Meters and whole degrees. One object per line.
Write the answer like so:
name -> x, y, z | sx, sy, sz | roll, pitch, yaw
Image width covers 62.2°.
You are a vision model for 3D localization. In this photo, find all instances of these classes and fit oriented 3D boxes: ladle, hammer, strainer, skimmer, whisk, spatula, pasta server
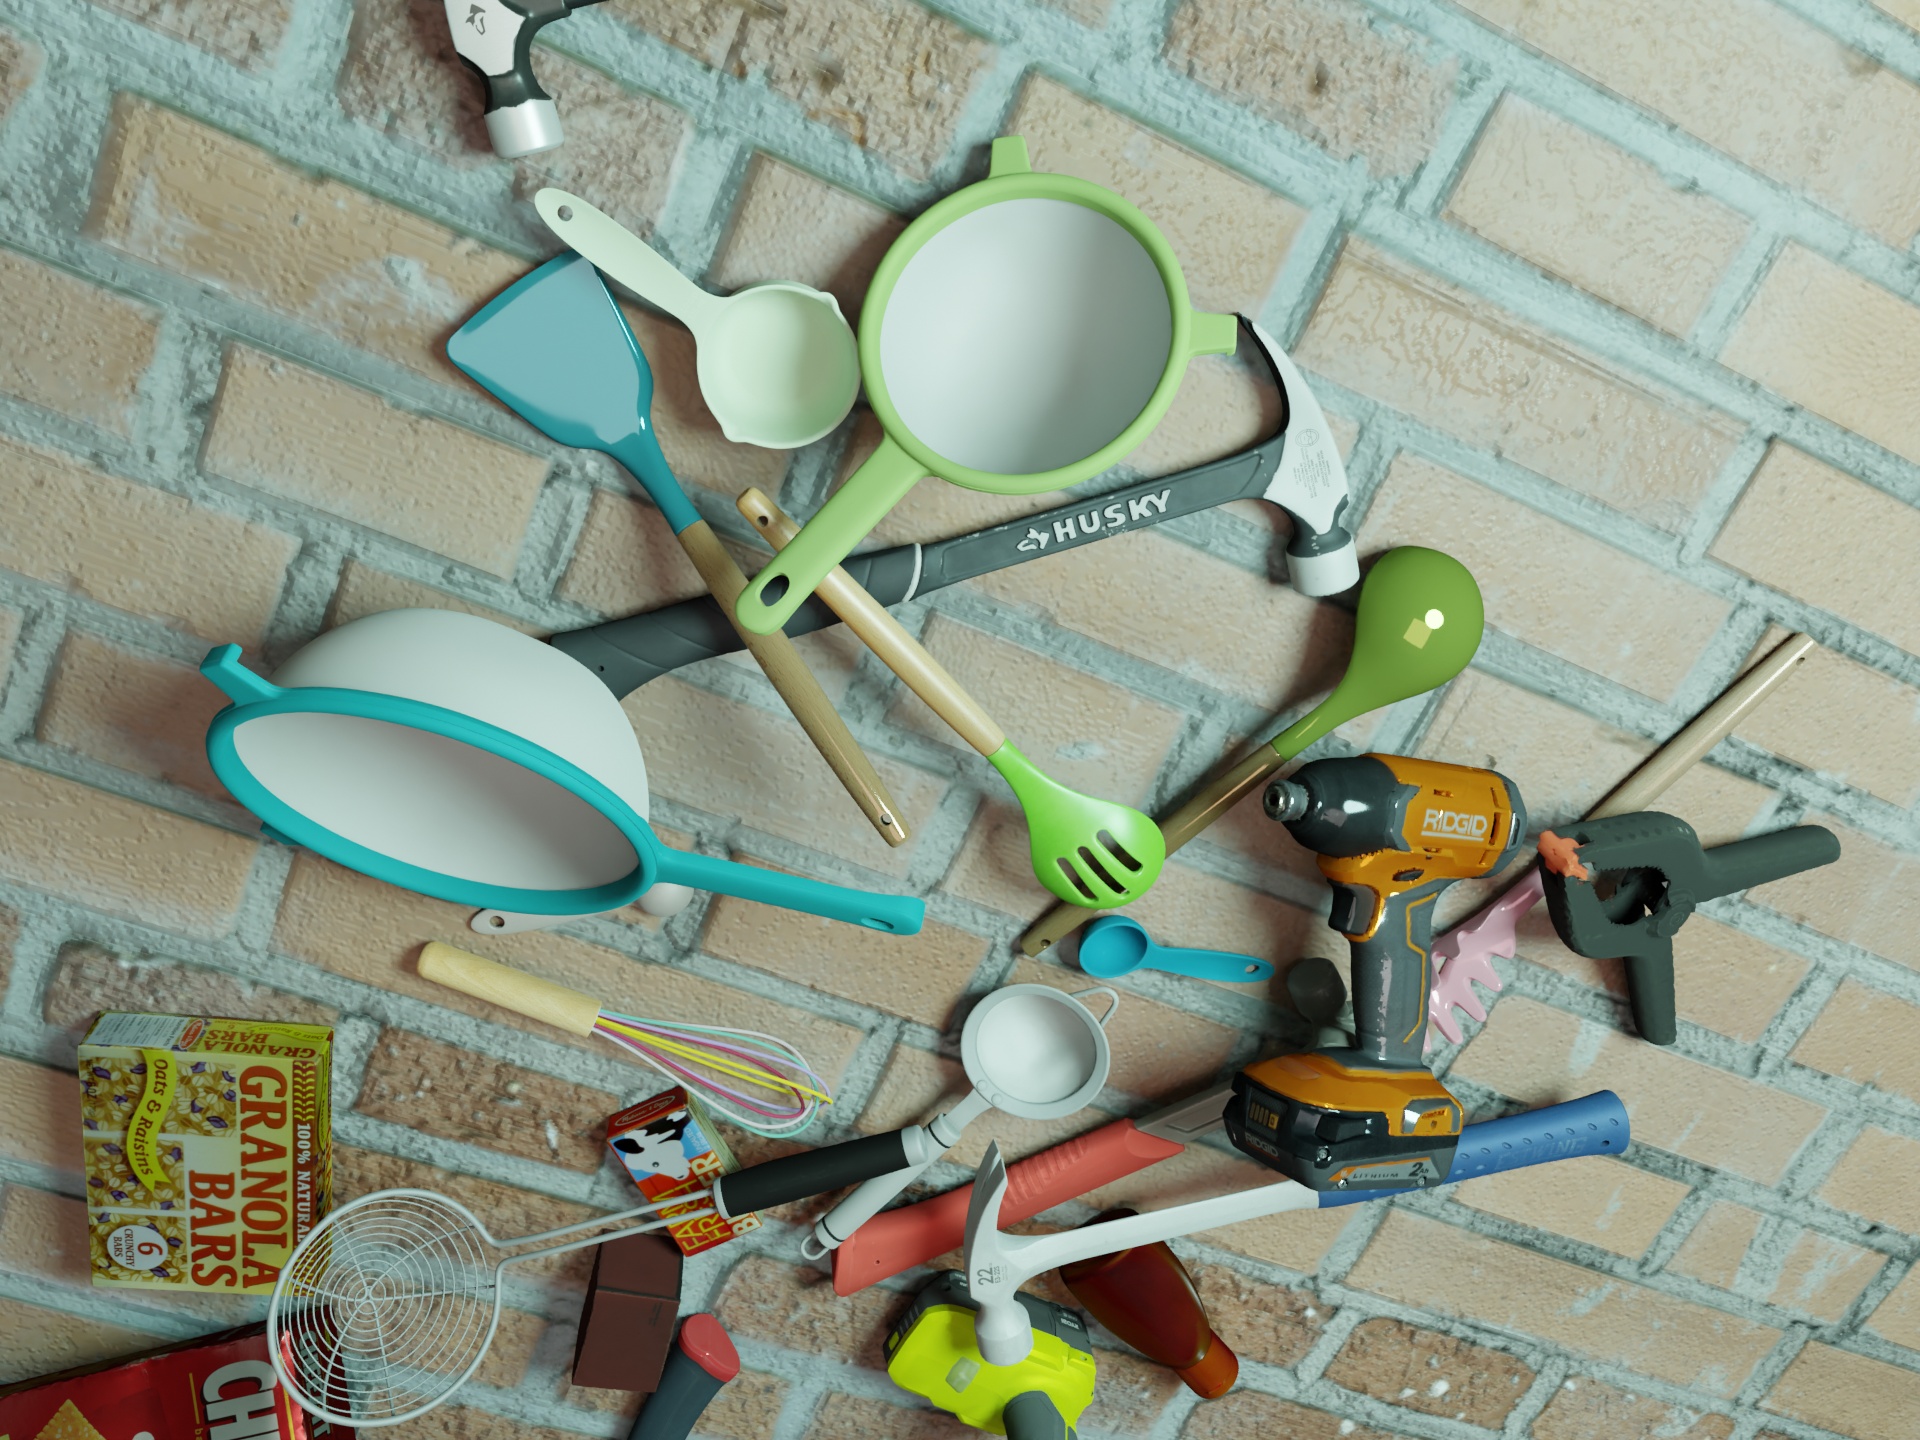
ladle -> 0.150, 0.025, 0.872 | 0.320, 0.062, 0.078 | -41, 121, 19
hammer -> 0.088, 0.273, 0.970 | 0.359, 0.037, 0.149 | -25, 116, 4
hammer -> -0.007, -0.084, 0.802 | 0.409, 0.036, 0.149 | -16, 114, 1
strainer -> -0.004, 0.233, 0.932 | 0.258, 0.050, 0.087 | -44, 94, 11
hammer -> -0.248, 0.540, 1.049 | 0.143, 0.038, 0.386 | 20, 110, -13
skimmer -> -0.196, 0.293, 0.888 | 0.363, 0.090, 0.127 | -16, 91, 3
hammer -> -0.057, -0.349, 0.678 | 0.335, 0.035, 0.146 | -12, 115, -1
whisk -> -0.186, 0.177, 0.896 | 0.245, 0.047, 0.051 | 23, 98, -11
hammer -> 0.199, 0.276, 0.943 | 0.405, 0.035, 0.144 | -11, 115, -6
strainer -> -0.004, -0.131, 0.738 | 0.151, 0.069, 0.256 | 44, 92, 14
spatula -> -0.119, -0.070, 0.760 | 0.082, 0.044, 0.317 | -34, 92, 5
pasta server -> 0.368, 0.069, 0.912 | 0.316, 0.040, 0.060 | -46, 129, 12
strainer -> -0.176, 0.025, 0.771 | 0.340, 0.095, 0.211 | 14, 151, -7

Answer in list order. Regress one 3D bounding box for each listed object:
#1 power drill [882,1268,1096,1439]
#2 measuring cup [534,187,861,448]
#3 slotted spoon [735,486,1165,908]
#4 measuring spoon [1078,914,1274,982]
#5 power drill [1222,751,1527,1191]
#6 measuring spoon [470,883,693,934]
power drill -> 0.024, 0.439, 0.933 | 0.171, 0.223, 0.080 | 26, 108, -17
measuring cup -> -0.121, -0.194, 0.739 | 0.167, 0.038, 0.083 | 34, 106, -17
slotted spoon -> -0.001, -0.003, 0.808 | 0.070, 0.031, 0.313 | -37, 113, 18
measuring spoon -> 0.125, 0.134, 0.927 | 0.128, 0.021, 0.042 | 11, 121, -21
power drill -> 0.211, 0.129, 0.850 | 0.164, 0.084, 0.226 | 9, 93, -31
measuring spoon -> -0.208, 0.103, 0.870 | 0.124, 0.018, 0.034 | -11, 115, -1
